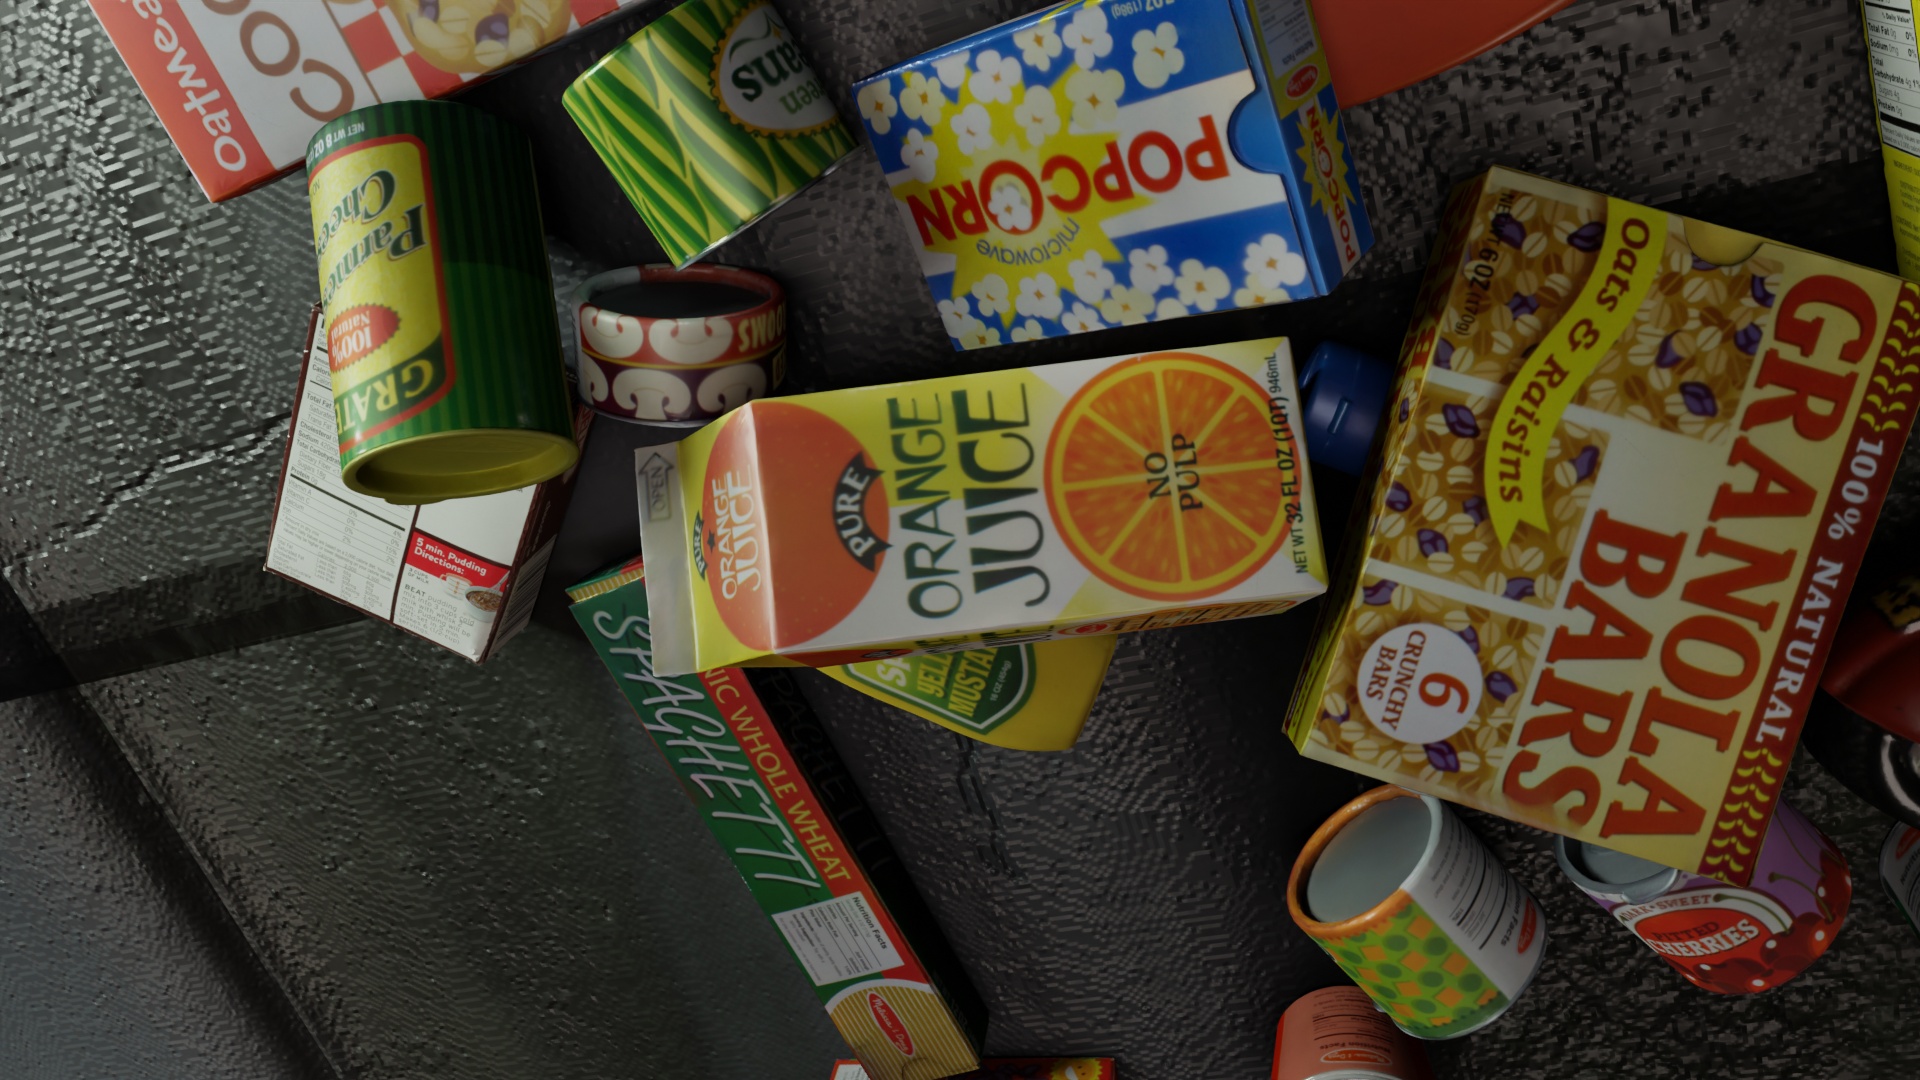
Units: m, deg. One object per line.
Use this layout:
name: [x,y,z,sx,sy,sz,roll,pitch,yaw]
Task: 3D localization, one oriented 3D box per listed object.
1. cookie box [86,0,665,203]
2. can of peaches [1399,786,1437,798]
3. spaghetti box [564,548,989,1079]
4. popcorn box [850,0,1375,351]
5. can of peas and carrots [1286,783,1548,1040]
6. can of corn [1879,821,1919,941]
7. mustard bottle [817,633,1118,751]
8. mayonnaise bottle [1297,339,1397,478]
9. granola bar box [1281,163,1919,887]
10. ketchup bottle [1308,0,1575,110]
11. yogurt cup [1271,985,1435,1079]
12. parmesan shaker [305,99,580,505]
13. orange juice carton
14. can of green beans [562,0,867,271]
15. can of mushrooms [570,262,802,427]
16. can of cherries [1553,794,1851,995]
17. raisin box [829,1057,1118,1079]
cookie box: [-0.179,-0.187,0.404,0.167,0.040,0.122,-18,111,17]
can of peaches: [0.154,0.037,0.441,0.071,0.058,0.071,4,117,9]
spaghetti box: [-0.063,0.109,0.532,0.050,0.029,0.249,-20,111,19]
popcorn box: [0.038,-0.102,0.377,0.126,0.038,0.085,-2,118,43]
can of peas and carrots: [0.155,0.128,0.481,0.070,0.071,0.058,-39,103,25]
can of corn: [0.346,0.121,0.445,0.071,0.058,0.070,4,117,9]
mustard bottle: [-0.028,0.021,0.471,0.160,0.049,0.065,18,115,1]
mayonnaise bottle: [0.173,-0.019,0.420,0.148,0.041,0.064,21,109,2]
granola bar box: [0.173,-0.004,0.378,0.124,0.039,0.165,16,95,2]
ketchup bottle: [0.139,-0.160,0.355,0.148,0.044,0.064,-16,112,17]
yogurt cup: [0.149,0.208,0.527,0.072,0.054,0.072,4,116,9]
parmesan shaker: [-0.158,-0.069,0.418,0.071,0.071,0.103,-16,79,17]
orange juice carton: [0.001,-0.005,0.407,0.193,0.073,0.072,-7,81,2]
can of green beans: [-0.071,-0.120,0.401,0.071,0.071,0.057,-26,108,21]
can of mushrooms: [-0.084,-0.062,0.432,0.071,0.071,0.033,7,116,7]
can of cherries: [0.239,0.105,0.450,0.058,0.072,0.071,40,116,-11]
raisin box: [0.010,0.263,0.588,0.123,0.040,0.085,-5,114,12]
